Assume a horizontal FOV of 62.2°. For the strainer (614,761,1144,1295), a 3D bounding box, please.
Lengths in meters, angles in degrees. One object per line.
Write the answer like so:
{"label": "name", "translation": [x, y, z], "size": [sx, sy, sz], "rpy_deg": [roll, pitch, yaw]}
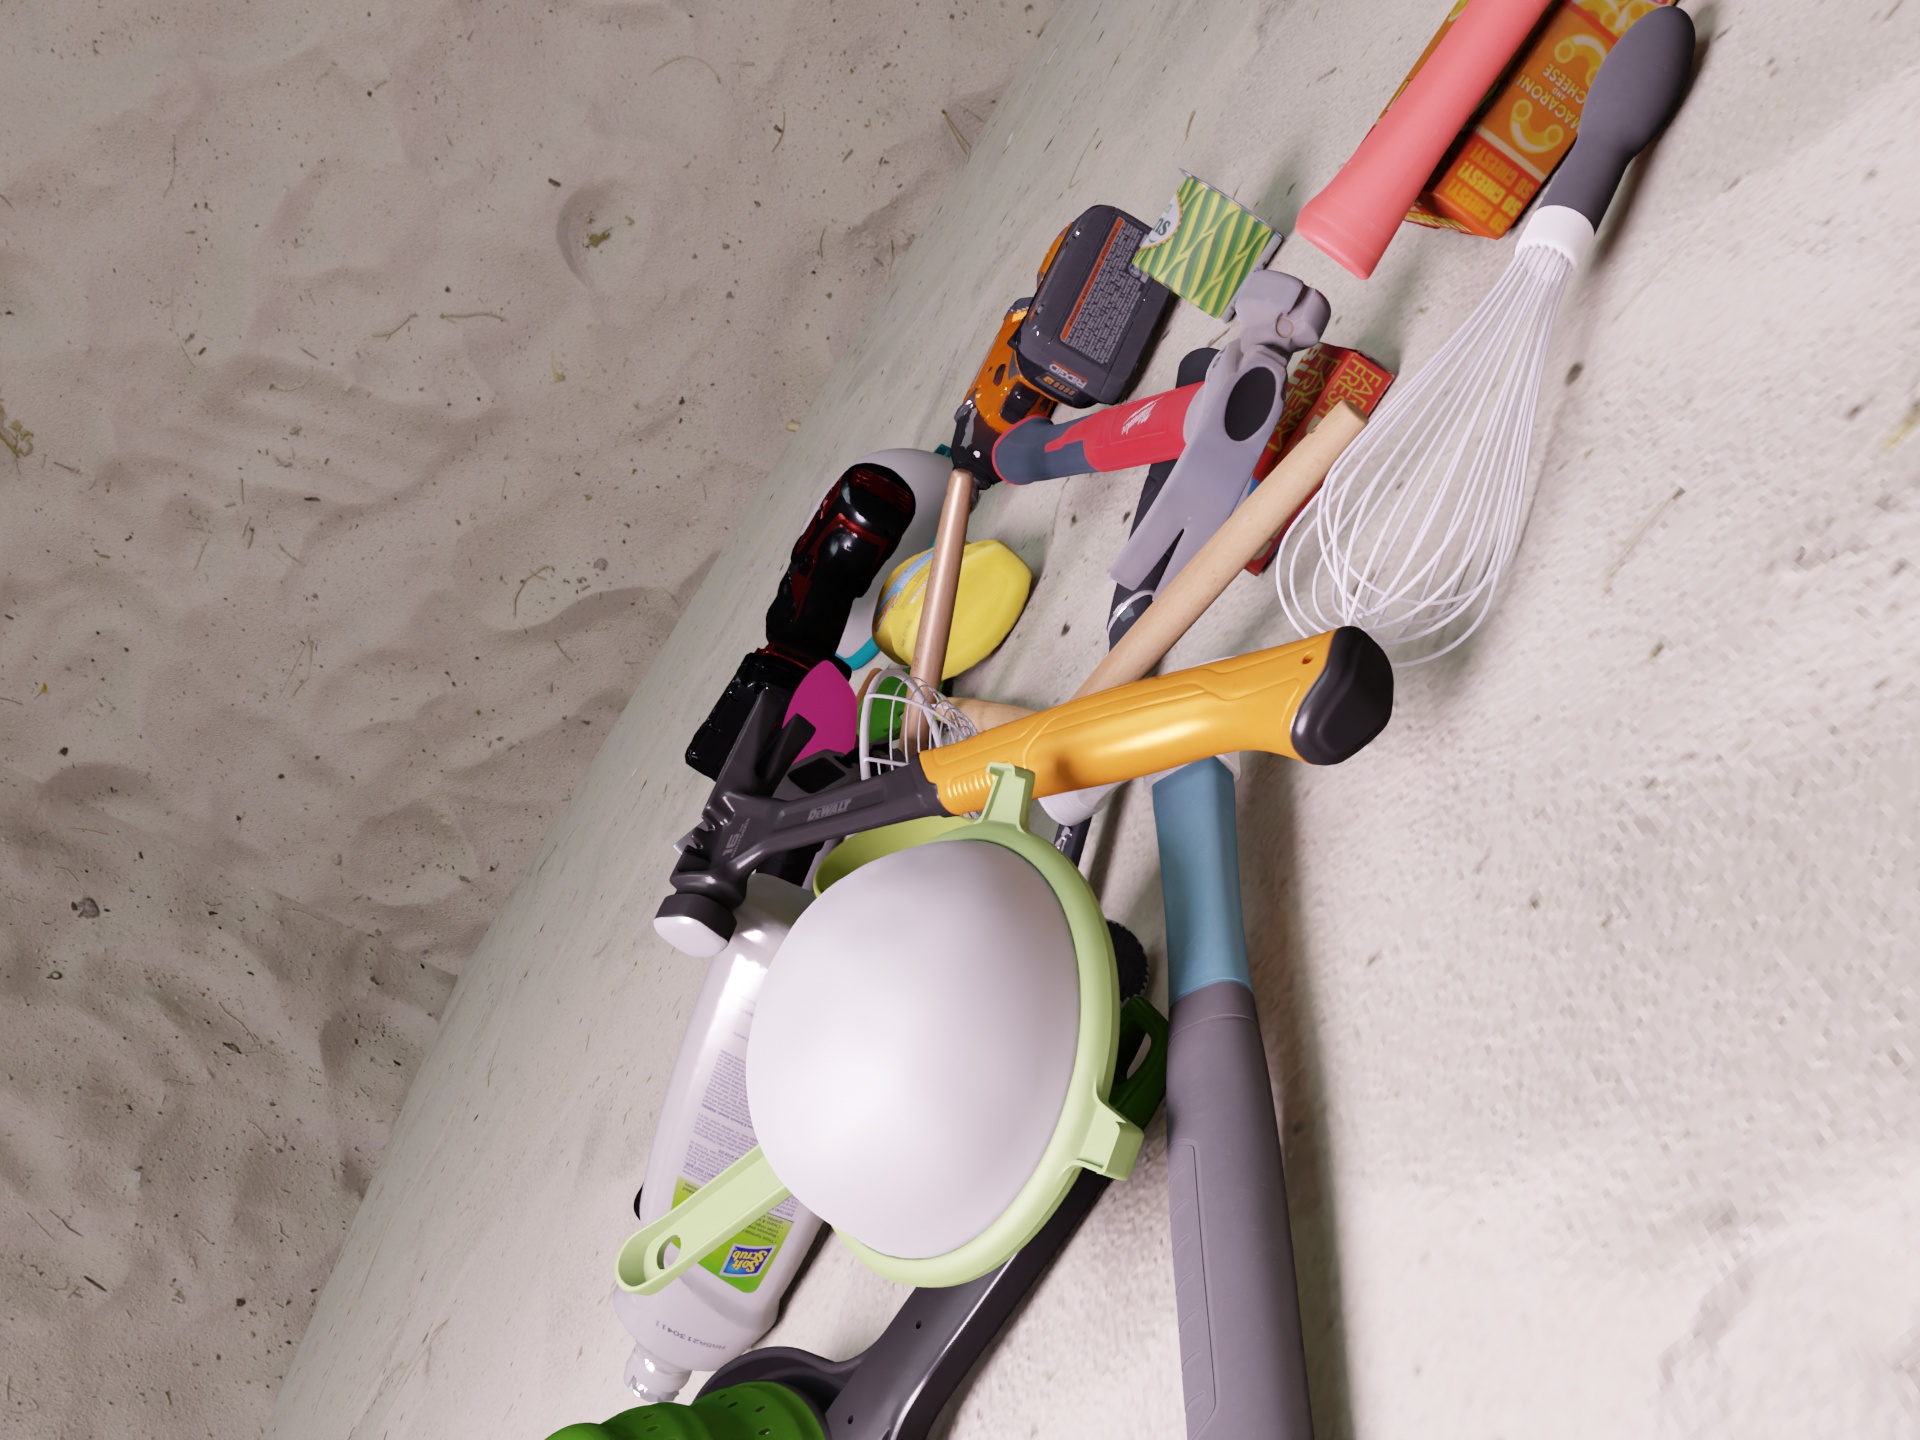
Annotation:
{"label": "strainer", "translation": [-0.059, 0.128, 0.530], "size": [0.256, 0.069, 0.152], "rpy_deg": [-42, 43, 28]}

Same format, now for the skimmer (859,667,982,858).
{"label": "skimmer", "translation": [-0.083, 0.151, 0.823], "size": [0.363, 0.090, 0.127], "rpy_deg": [-61, -17, 7]}

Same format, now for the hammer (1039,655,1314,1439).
{"label": "hammer", "translation": [0.076, 0.098, 0.482], "size": [0.128, 0.033, 0.331], "rpy_deg": [-33, 32, 28]}

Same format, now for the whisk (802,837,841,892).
{"label": "whisk", "translation": [-0.111, 0.125, 0.961], "size": [0.055, 0.055, 0.238], "rpy_deg": [-90, 21, -60]}

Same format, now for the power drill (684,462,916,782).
{"label": "power drill", "translation": [-0.111, -0.050, 1.089], "size": [0.187, 0.080, 0.227], "rpy_deg": [-48, 19, 47]}

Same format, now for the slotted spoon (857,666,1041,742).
{"label": "slotted spoon", "translation": [-0.002, -0.003, 0.955], "size": [0.070, 0.031, 0.314], "rpy_deg": [-45, 15, -11]}

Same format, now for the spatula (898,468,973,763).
{"label": "spatula", "translation": [-0.037, 0.009, 0.909], "size": [0.082, 0.044, 0.317], "rpy_deg": [-89, 9, -67]}

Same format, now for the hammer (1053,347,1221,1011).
{"label": "hammer", "translation": [0.076, -0.030, 0.749], "size": [0.149, 0.036, 0.409], "rpy_deg": [-41, 24, 53]}

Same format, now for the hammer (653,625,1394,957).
{"label": "hammer", "translation": [0.010, 0.014, 0.600], "size": [0.337, 0.034, 0.127], "rpy_deg": [-16, 43, 43]}

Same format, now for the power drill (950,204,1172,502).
{"label": "power drill", "translation": [0.057, -0.242, 1.103], "size": [0.164, 0.084, 0.226], "rpy_deg": [-65, 12, -13]}

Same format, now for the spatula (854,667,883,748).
{"label": "spatula", "translation": [-0.078, 0.039, 1.093], "size": [0.323, 0.041, 0.081], "rpy_deg": [-73, 2, -62]}

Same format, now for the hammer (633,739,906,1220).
{"label": "hammer", "translation": [-0.132, 0.164, 0.895], "size": [0.146, 0.035, 0.334], "rpy_deg": [-21, -40, -52]}

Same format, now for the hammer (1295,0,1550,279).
{"label": "hammer", "translation": [0.247, -0.324, 0.581], "size": [0.359, 0.036, 0.149], "rpy_deg": [-55, 18, 13]}

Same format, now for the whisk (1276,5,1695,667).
{"label": "whisk", "translation": [0.190, -0.139, 0.548], "size": [0.285, 0.070, 0.070], "rpy_deg": [-60, 15, -14]}

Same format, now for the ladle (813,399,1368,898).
{"label": "ladle", "translation": [0.043, -0.013, 0.646], "size": [0.320, 0.062, 0.078], "rpy_deg": [-50, 7, 31]}

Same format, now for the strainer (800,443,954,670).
{"label": "strainer", "translation": [-0.117, -0.103, 1.365], "size": [0.340, 0.095, 0.211], "rpy_deg": [-56, 16, 13]}

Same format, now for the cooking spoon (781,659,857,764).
{"label": "cooking spoon", "translation": [-0.115, 0.097, 1.003], "size": [0.069, 0.017, 0.318], "rpy_deg": [49, 132, 36]}

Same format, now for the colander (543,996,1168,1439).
{"label": "colander", "translation": [-0.069, 0.248, 0.551], "size": [0.397, 0.094, 0.205], "rpy_deg": [-55, 27, 4]}

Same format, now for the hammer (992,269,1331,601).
{"label": "hammer", "translation": [0.069, -0.132, 0.828], "size": [0.143, 0.038, 0.386], "rpy_deg": [-63, 13, -1]}
